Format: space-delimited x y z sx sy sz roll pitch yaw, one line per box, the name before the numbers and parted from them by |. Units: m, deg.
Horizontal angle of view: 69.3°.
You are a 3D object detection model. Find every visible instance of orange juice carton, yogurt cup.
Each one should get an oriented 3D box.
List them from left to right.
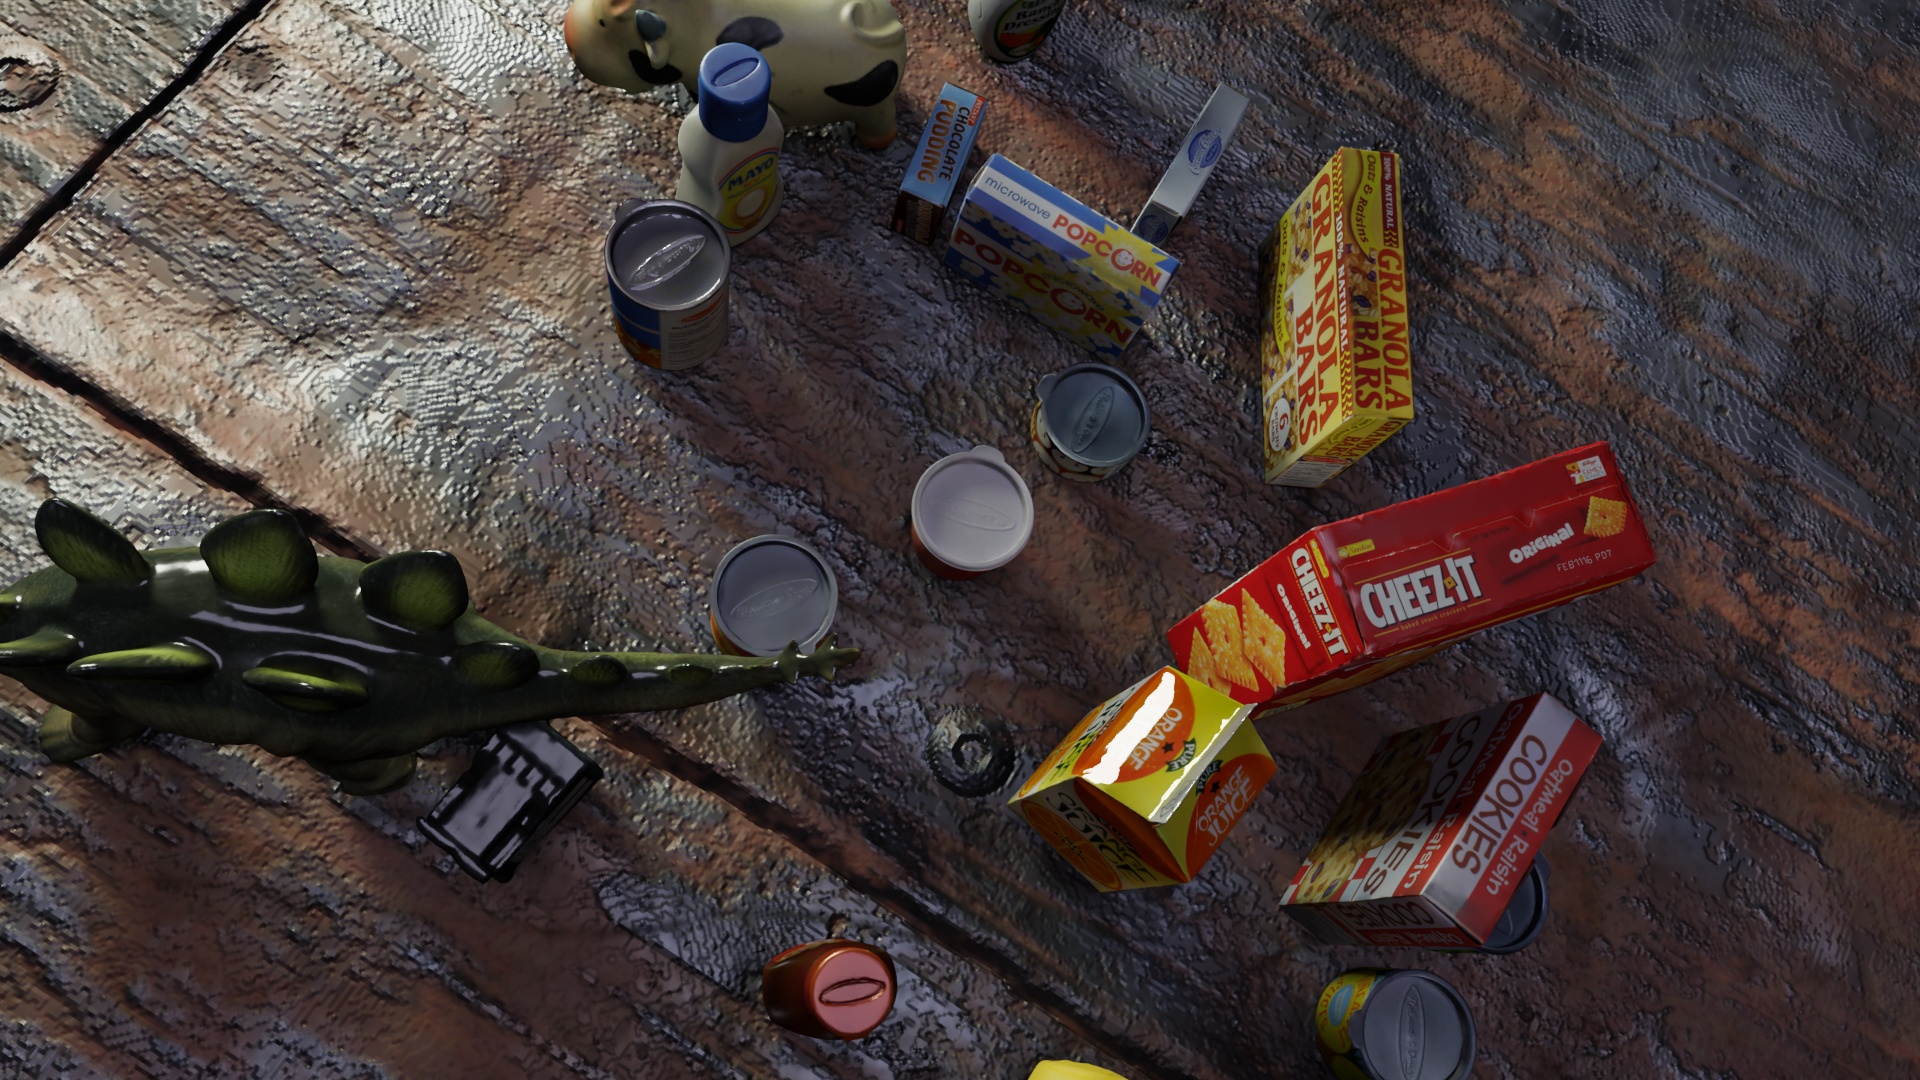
yogurt cup | 0.003 -0.010 0.781 0.072 0.053 0.072 3 73 -10
orange juice carton | 0.091 0.120 0.686 0.073 0.192 0.072 43 71 3

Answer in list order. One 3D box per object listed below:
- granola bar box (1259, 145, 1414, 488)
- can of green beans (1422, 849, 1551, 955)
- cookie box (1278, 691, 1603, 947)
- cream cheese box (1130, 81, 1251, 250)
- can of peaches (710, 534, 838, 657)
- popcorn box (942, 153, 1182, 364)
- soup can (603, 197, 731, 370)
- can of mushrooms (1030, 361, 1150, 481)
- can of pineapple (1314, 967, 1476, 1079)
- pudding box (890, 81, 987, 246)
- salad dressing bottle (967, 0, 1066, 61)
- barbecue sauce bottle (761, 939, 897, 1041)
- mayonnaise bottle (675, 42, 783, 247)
granola bar box | 0.219 -0.127 0.820 0.039 0.124 0.166 5 73 -9
can of green beans | 0.281 0.196 0.771 0.071 0.057 0.071 3 73 -10
cookie box | 0.243 0.149 0.720 0.040 0.167 0.123 39 71 2
cream cheese box | 0.144 -0.233 0.875 0.024 0.053 0.104 31 71 -1
can of peaches | -0.100 0.038 0.745 0.071 0.058 0.071 3 73 -10
popcorn box | 0.057 -0.164 0.821 0.127 0.085 0.038 31 71 -1
soup can | -0.163 -0.142 0.773 0.071 0.083 0.071 3 74 -10
can of mushrooms | 0.074 -0.071 0.824 0.071 0.033 0.071 3 73 -10
can of pineapple | 0.229 0.262 0.742 0.071 0.057 0.071 3 73 -10
pudding box | -0.013 -0.229 0.845 0.030 0.049 0.084 22 71 -4
salad dressing bottle | 0.044 -0.351 0.841 0.064 0.147 0.044 -25 80 -16
barbecue sauce bottle | -0.059 0.211 0.654 0.065 0.148 0.044 -6 75 -12
mayonnaise bottle | -0.126 -0.215 0.767 0.065 0.147 0.041 -35 83 -18
